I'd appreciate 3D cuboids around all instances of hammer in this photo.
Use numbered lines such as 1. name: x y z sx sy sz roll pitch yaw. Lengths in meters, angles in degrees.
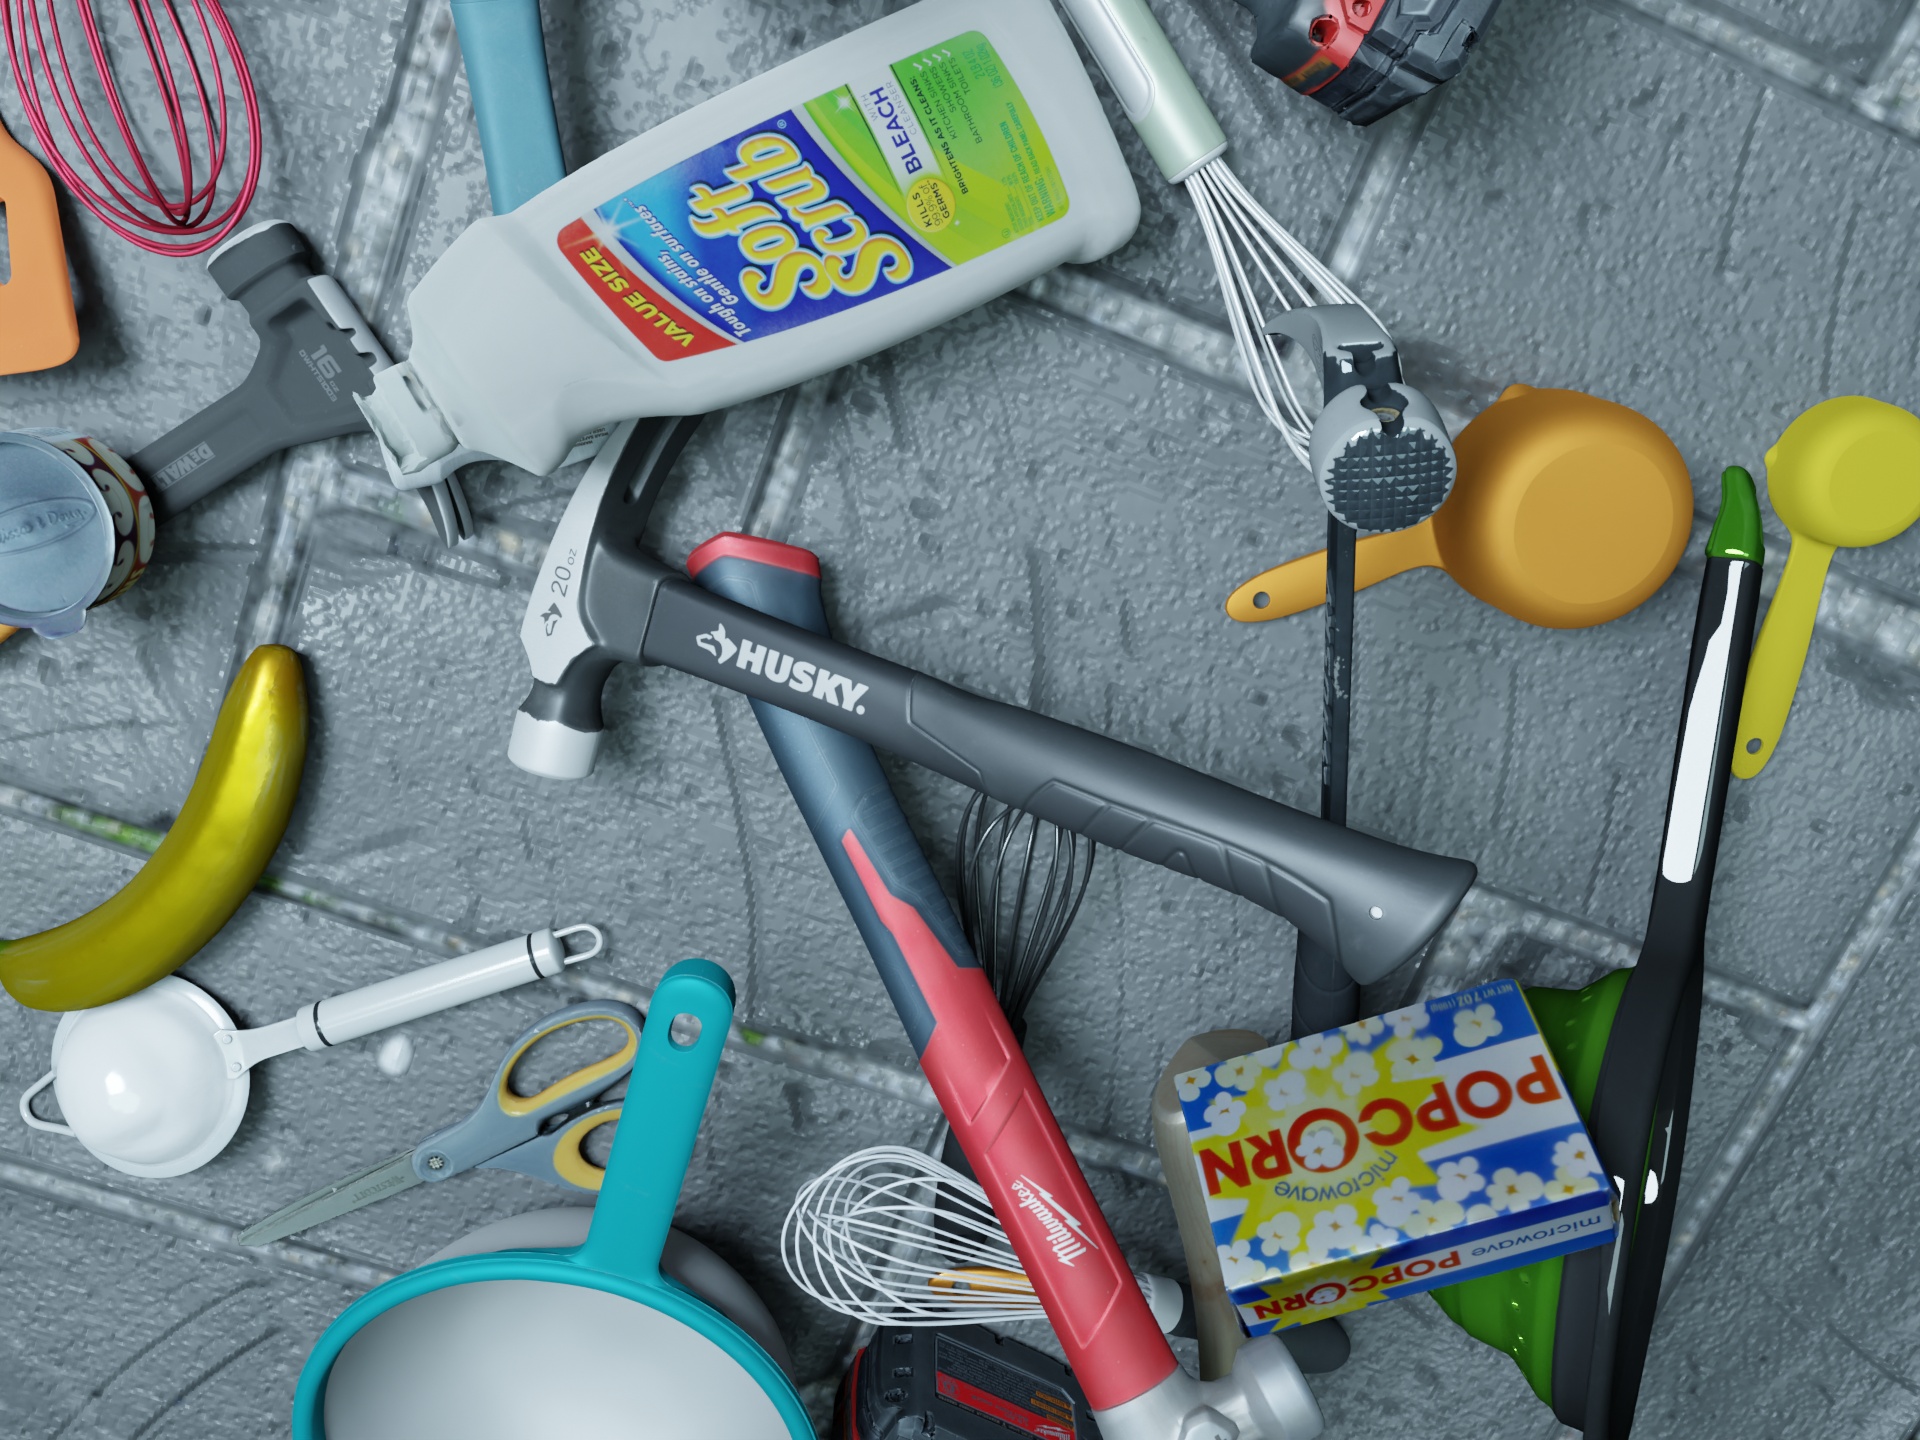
1. hammer: -0.001 -0.002 0.518 0.335 0.035 0.146 21 101 22
2. hammer: 0.133 0.047 0.578 0.036 0.149 0.408 -4 125 5
3. hammer: -0.018 0.113 0.580 0.143 0.038 0.386 -26 87 -4
4. hammer: -0.149 -0.240 0.495 0.128 0.033 0.330 -15 120 -19
5. hammer: -0.349 -0.043 0.589 0.337 0.034 0.127 -30 105 6
6. hammer: 0.125 0.318 0.672 0.146 0.038 0.410 -12 109 -24

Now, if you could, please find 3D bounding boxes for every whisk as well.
1. whisk: 0.054 0.238 0.665 0.284 0.070 0.070 23 105 -24
2. whisk: 0.013 0.126 0.652 0.055 0.055 0.238 7 111 -5
3. whisk: 0.087 -0.189 0.560 0.059 0.058 0.246 -40 103 -26
4. whisk: -0.292 -0.296 0.503 0.073 0.073 0.295 -14 101 1

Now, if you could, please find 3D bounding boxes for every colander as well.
1. colander: 0.239 0.096 0.628 0.094 0.204 0.397 9 91 30

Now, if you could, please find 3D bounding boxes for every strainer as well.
1. strainer: -0.137 0.221 0.637 0.211 0.095 0.340 17 112 -3
2. strainer: -0.269 0.125 0.643 0.258 0.050 0.087 -18 93 -1

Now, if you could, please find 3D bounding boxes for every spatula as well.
1. spatula: -0.346 -0.276 0.513 0.081 0.041 0.322 -2 106 -1

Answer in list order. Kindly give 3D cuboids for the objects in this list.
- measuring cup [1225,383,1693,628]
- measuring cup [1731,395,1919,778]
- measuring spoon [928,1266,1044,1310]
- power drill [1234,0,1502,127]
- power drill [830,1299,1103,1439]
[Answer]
1. measuring cup: 0.187 -0.064 0.597 0.173 0.052 0.095 -19 107 1
2. measuring cup: 0.335 -0.047 0.621 0.062 0.029 0.156 9 105 -6
3. measuring spoon: 0.043 0.259 0.712 0.117 0.011 0.021 7 107 -5
4. power drill: 0.077 -0.306 0.472 0.226 0.080 0.188 27 100 -7
5. power drill: -0.029 0.382 0.716 0.143 0.079 0.219 28 107 -11
